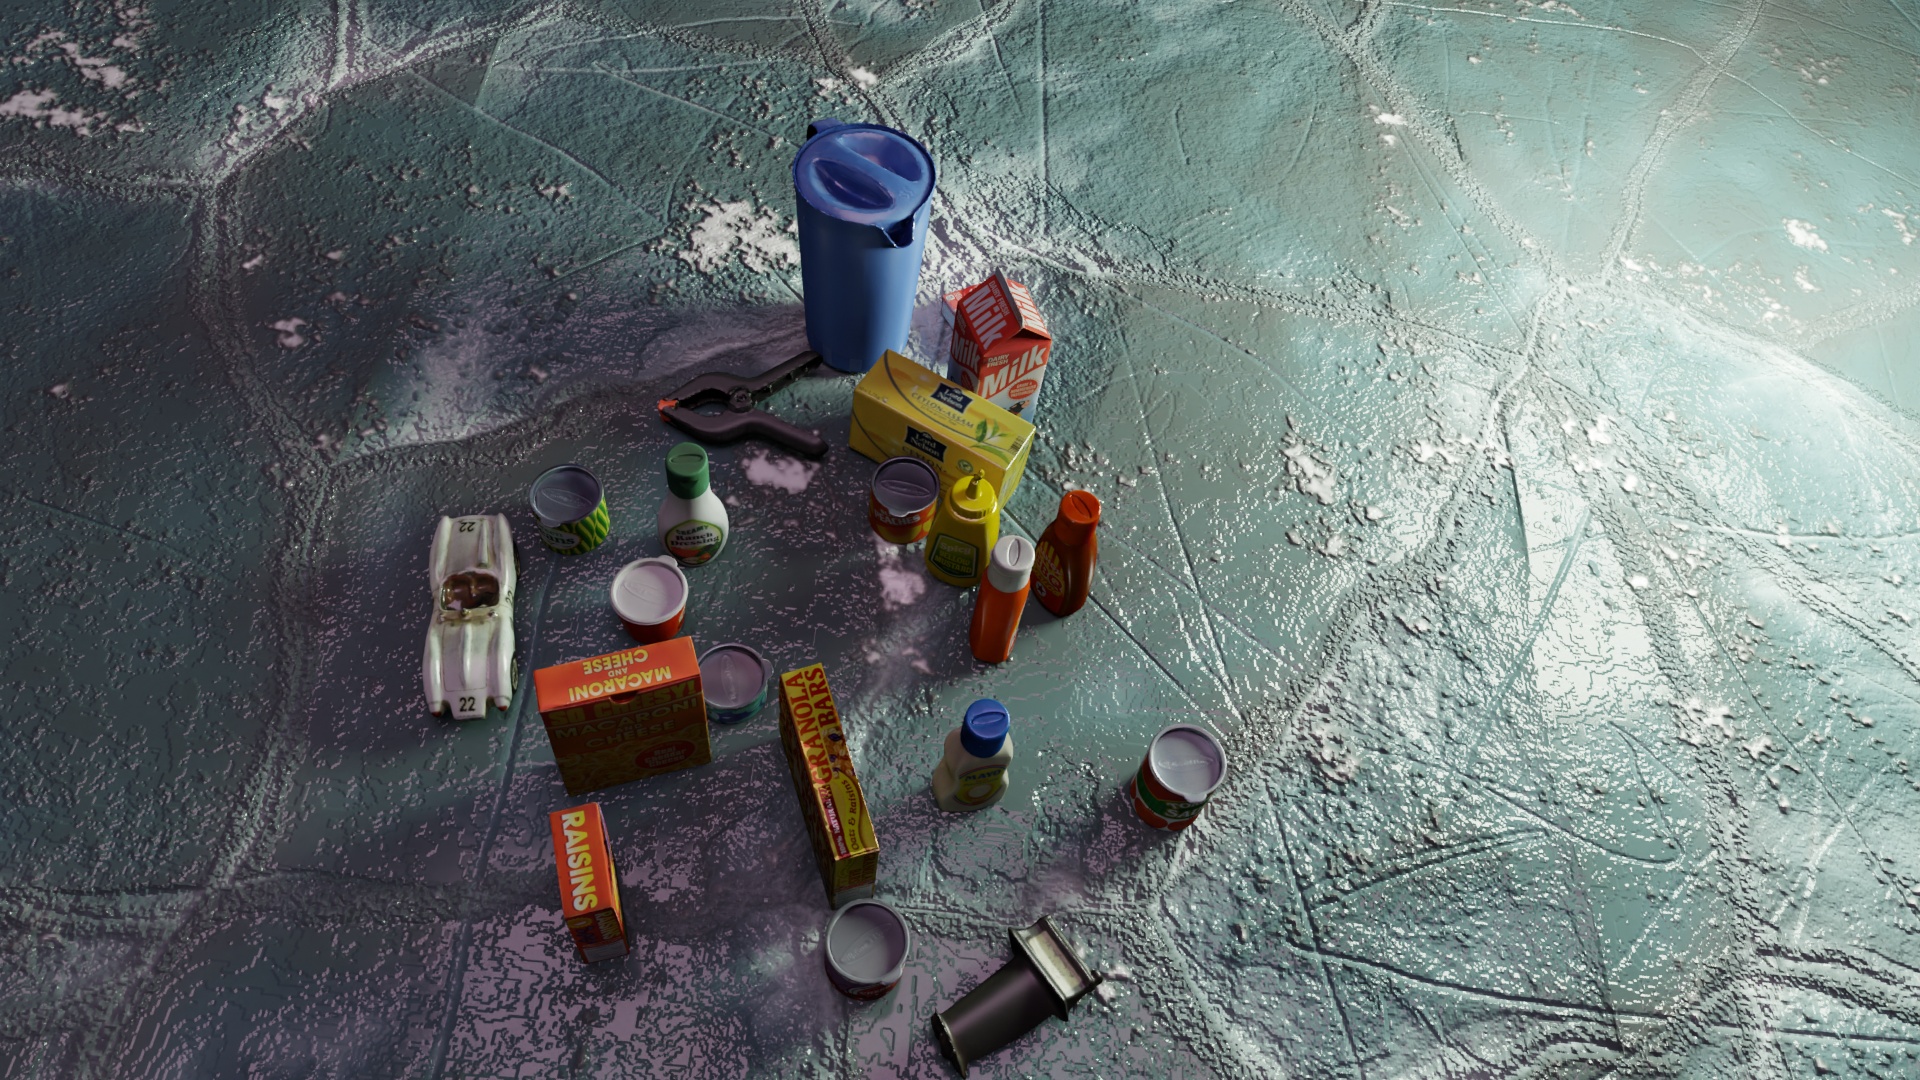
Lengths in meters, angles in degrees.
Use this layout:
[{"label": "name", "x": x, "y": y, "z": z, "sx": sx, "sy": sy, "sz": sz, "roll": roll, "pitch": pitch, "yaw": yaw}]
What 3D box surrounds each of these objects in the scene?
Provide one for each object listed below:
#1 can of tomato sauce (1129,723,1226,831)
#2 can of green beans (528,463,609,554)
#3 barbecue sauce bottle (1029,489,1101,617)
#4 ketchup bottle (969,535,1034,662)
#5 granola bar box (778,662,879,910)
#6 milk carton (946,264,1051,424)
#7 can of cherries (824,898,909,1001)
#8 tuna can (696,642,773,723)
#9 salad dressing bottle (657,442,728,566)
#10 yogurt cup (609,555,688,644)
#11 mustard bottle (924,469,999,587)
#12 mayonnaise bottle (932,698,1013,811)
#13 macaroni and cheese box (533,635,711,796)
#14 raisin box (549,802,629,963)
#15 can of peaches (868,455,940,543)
[{"label": "can of tomato sauce", "x": 0.186, "y": 0.206, "z": 1.191, "sx": 0.071, "sy": 0.082, "sz": 0.071, "roll": 3, "pitch": 57, "yaw": -5}, {"label": "can of green beans", "x": -0.363, "y": -0.028, "z": 1.290, "sx": 0.071, "sy": 0.057, "sz": 0.071, "roll": 3, "pitch": 57, "yaw": -5}, {"label": "barbecue sauce bottle", "x": 0.098, "y": 0.009, "z": 1.268, "sx": 0.044, "sy": 0.147, "sz": 0.065, "roll": -26, "pitch": 64, "yaw": -21}, {"label": "ketchup bottle", "x": 0.037, "y": 0.049, "z": 1.234, "sx": 0.043, "sy": 0.148, "sz": 0.065, "roll": 10, "pitch": 57, "yaw": -1}, {"label": "granola bar box", "x": -0.110, "y": 0.202, "z": 1.133, "sx": 0.039, "sy": 0.123, "sz": 0.166, "roll": -13, "pitch": 60, "yaw": -15}, {"label": "milk carton", "x": 0.036, "y": -0.180, "z": 1.357, "sx": 0.073, "sy": 0.189, "sz": 0.072, "roll": -15, "pitch": 61, "yaw": -16}, {"label": "can of cherries", "x": -0.074, "y": 0.326, "z": 1.097, "sx": 0.071, "sy": 0.058, "sz": 0.072, "roll": 3, "pitch": 57, "yaw": -5}, {"label": "tuna can", "x": -0.201, "y": 0.126, "z": 1.226, "sx": 0.071, "sy": 0.032, "sz": 0.071, "roll": 3, "pitch": 57, "yaw": -5}, {"label": "salad dressing bottle", "x": -0.243, "y": -0.032, "z": 1.253, "sx": 0.064, "sy": 0.147, "sz": 0.044, "roll": -5, "pitch": 59, "yaw": -10}, {"label": "yogurt cup", "x": -0.278, "y": 0.057, "z": 1.248, "sx": 0.072, "sy": 0.053, "sz": 0.073, "roll": 3, "pitch": 57, "yaw": -5}, {"label": "mustard bottle", "x": 0.005, "y": -0.016, "z": 1.266, "sx": 0.065, "sy": 0.159, "sz": 0.049, "roll": 19, "pitch": 58, "yaw": 6}, {"label": "mayonnaise bottle", "x": 0.014, "y": 0.179, "z": 1.149, "sx": 0.065, "sy": 0.147, "sz": 0.041, "roll": -9, "pitch": 59, "yaw": -12}, {"label": "macaroni and cheese box", "x": -0.269, "y": 0.145, "z": 1.125, "sx": 0.124, "sy": 0.165, "sz": 0.040, "roll": -12, "pitch": 60, "yaw": -14}, {"label": "raisin box", "x": -0.285, "y": 0.266, "z": 1.072, "sx": 0.040, "sy": 0.122, "sz": 0.086, "roll": -10, "pitch": 60, "yaw": -13}, {"label": "can of peaches", "x": -0.055, "y": -0.037, "z": 1.332, "sx": 0.071, "sy": 0.057, "sz": 0.071, "roll": 3, "pitch": 57, "yaw": -5}]
